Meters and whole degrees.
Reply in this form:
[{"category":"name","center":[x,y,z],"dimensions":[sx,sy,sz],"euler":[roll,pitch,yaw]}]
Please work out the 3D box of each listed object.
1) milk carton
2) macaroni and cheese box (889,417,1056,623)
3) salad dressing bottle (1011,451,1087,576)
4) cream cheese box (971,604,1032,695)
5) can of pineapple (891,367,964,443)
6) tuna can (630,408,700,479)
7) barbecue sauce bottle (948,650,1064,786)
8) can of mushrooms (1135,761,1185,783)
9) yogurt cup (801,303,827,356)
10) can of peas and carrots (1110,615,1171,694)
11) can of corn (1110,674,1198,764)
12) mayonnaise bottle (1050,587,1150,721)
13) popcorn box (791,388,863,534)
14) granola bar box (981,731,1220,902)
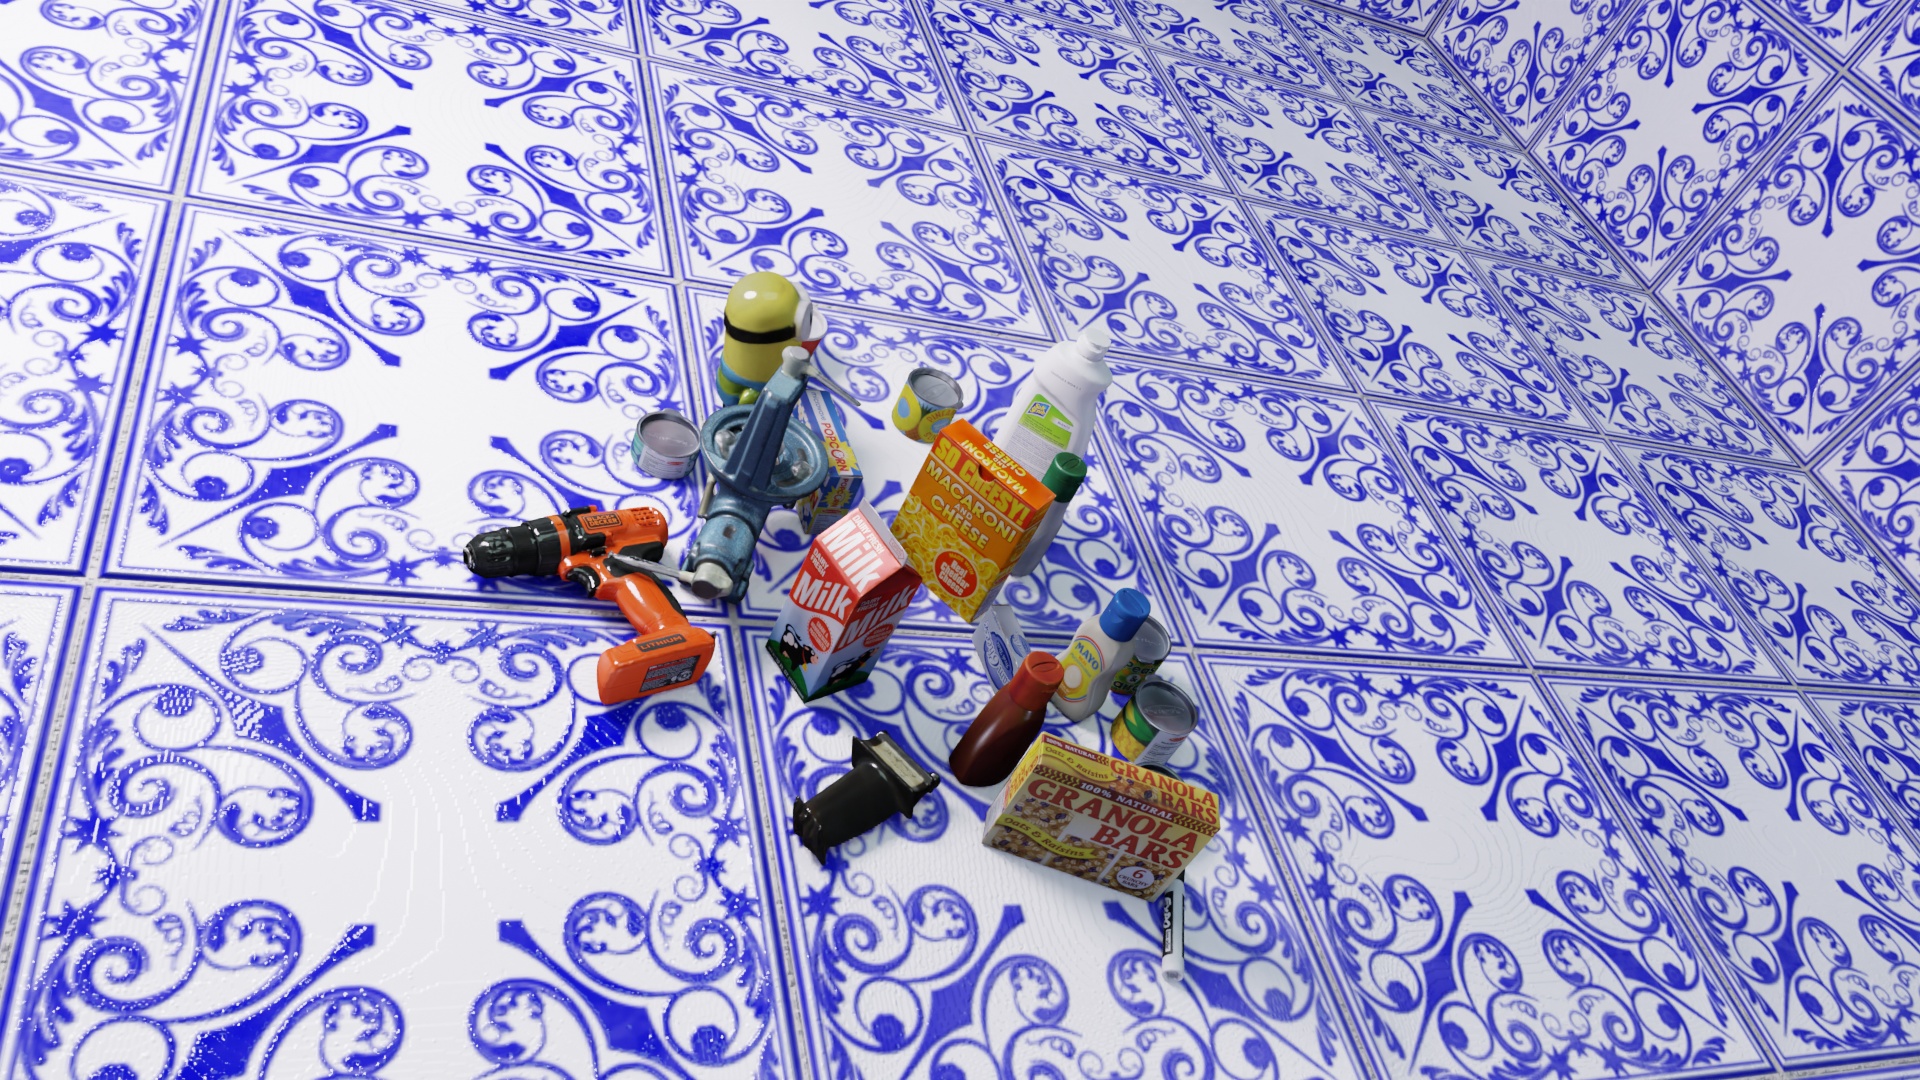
[{"category":"milk carton","center":[-0.097,0.051,1.202],"dimensions":[0.074,0.189,0.072],"euler":[-16,57,-40]},{"category":"macaroni and cheese box","center":[0.005,-0.017,1.350],"dimensions":[0.124,0.165,0.040],"euler":[41,41,14]},{"category":"salad dressing bottle","center":[0.084,-0.027,1.420],"dimensions":[0.044,0.146,0.064],"euler":[44,42,18]},{"category":"cream cheese box","center":[0.046,0.117,1.320],"dimensions":[0.024,0.053,0.104],"euler":[1,47,-30]},{"category":"can of pineapple","center":[-0.036,-0.149,1.550],"dimensions":[0.071,0.057,0.071],"euler":[16,41,-15]},{"category":"tuna can","center":[-0.289,-0.095,1.367],"dimensions":[0.071,0.032,0.071],"euler":[16,41,-15]},{"category":"barbecue sauce bottle","center":[0.044,0.155,1.205],"dimensions":[0.065,0.147,0.044],"euler":[-6,51,-34]},{"category":"can of mushrooms","center":[0.177,0.242,1.279],"dimensions":[0.071,0.033,0.071],"euler":[16,41,-15]},{"category":"yogurt cup","center":[-0.188,-0.227,1.548],"dimensions":[0.072,0.053,0.073],"euler":[16,41,-15]},{"category":"can of peas and carrots","center":[0.169,0.114,1.390],"dimensions":[0.071,0.058,0.071],"euler":[16,41,-15]},{"category":"can of corn","center":[0.185,0.174,1.336],"dimensions":[0.071,0.058,0.071],"euler":[16,41,-15]},{"category":"mayonnaise bottle","center":[0.130,0.105,1.308],"dimensions":[0.041,0.147,0.065],"euler":[-18,58,-41]},{"category":"popcorn box","center":[-0.144,-0.079,1.393],"dimensions":[0.038,0.084,0.127],"euler":[1,47,-30]},{"category":"granola bar box","center":[0.118,0.237,1.181],"dimensions":[0.165,0.123,0.039],"euler":[21,40,-9]}]
